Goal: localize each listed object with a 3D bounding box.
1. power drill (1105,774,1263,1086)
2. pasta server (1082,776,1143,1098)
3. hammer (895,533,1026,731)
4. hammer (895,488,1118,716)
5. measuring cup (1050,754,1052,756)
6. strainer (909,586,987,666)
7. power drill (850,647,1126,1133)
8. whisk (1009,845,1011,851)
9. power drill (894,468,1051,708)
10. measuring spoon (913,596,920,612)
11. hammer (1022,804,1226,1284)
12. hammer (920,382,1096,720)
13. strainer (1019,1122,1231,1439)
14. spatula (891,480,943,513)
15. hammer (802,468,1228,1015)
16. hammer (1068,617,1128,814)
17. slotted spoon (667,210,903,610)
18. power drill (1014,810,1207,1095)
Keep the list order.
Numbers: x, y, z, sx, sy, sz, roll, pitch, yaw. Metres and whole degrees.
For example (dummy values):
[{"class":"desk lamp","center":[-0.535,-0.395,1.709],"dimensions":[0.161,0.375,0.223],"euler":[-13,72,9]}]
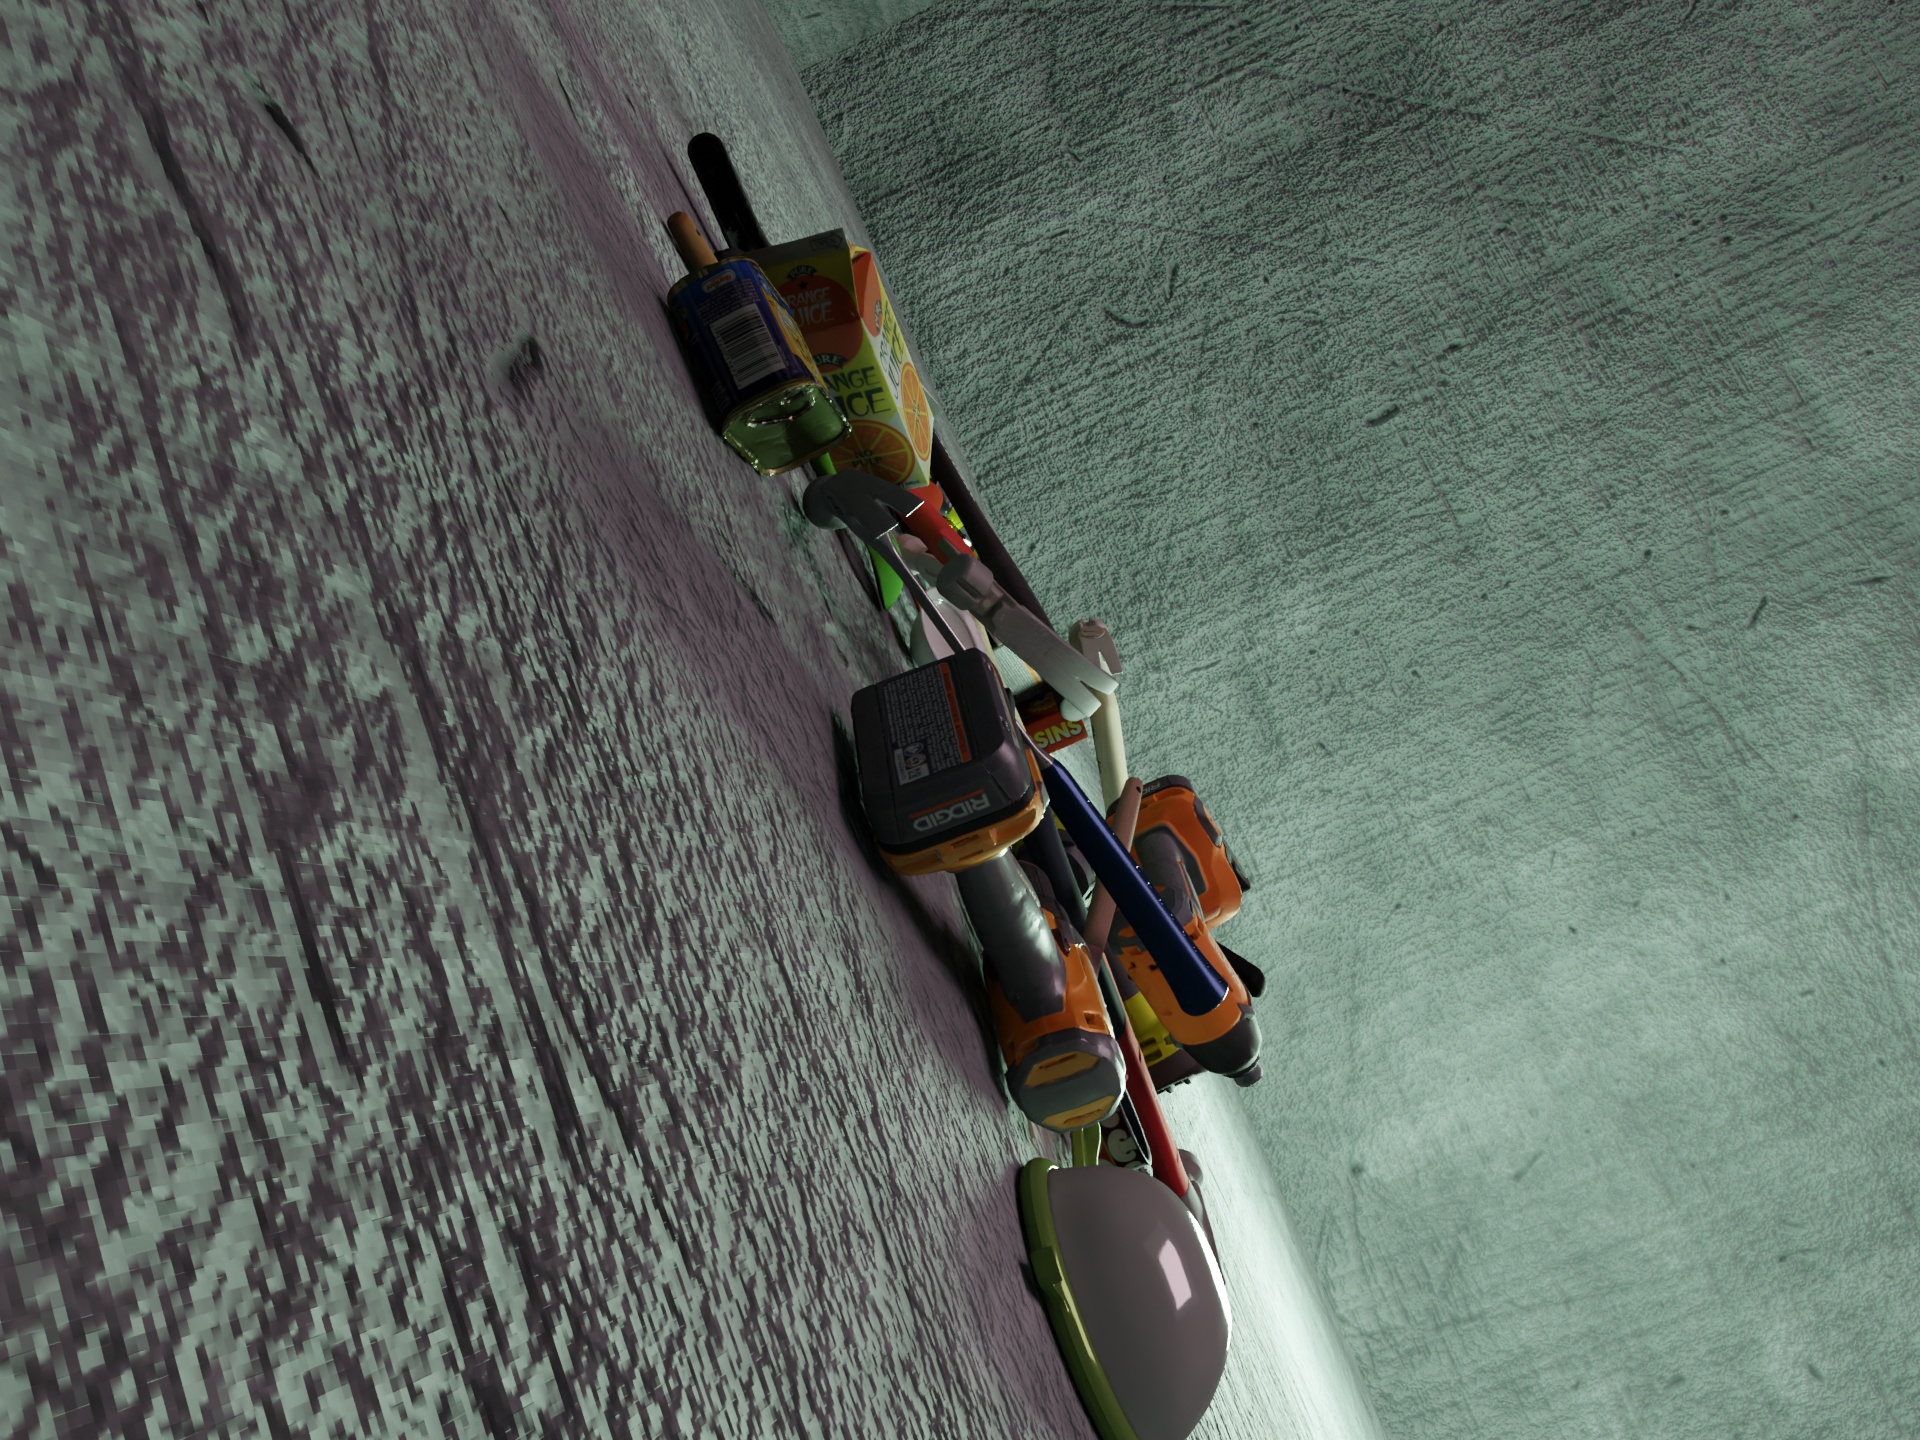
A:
[{"class":"power drill","center":[0.169,0.155,1.167],"dimensions":[0.164,0.084,0.227],"euler":[57,17,-19]},{"class":"pasta server","center":[0.096,0.130,1.036],"dimensions":[0.060,0.040,0.316],"euler":[48,33,-17]},{"class":"hammer","center":[0.038,0.000,1.314],"dimensions":[0.130,0.031,0.331],"euler":[26,-35,51]},{"class":"hammer","center":[-0.009,-0.127,1.149],"dimensions":[0.149,0.036,0.359],"euler":[38,9,-33]},{"class":"measuring cup","center":[0.090,0.086,1.534],"dimensions":[0.168,0.038,0.083],"euler":[-108,172,-56]},{"class":"strainer","center":[-0.002,-0.004,1.124],"dimensions":[0.086,0.050,0.259],"euler":[38,30,-42]},{"class":"power drill","center":[0.017,0.076,0.827],"dimensions":[0.186,0.084,0.226],"euler":[-104,172,-59]},{"class":"whisk","center":[0.028,0.094,0.991],"dimensions":[0.055,0.055,0.238],"euler":[-105,172,-55]},{"class":"power drill","center":[0.000,-0.131,1.435],"dimensions":[0.190,0.080,0.229],"euler":[53,12,-54]},{"class":"measuring spoon","center":[-0.033,-0.105,1.347],"dimensions":[0.021,0.011,0.117],"euler":[46,22,-72]},{"class":"hammer","center":[0.104,0.211,1.103],"dimensions":[0.143,0.038,0.386],"euler":[-89,159,-71]},{"class":"hammer","center":[0.020,-0.149,1.299],"dimensions":[0.335,0.035,0.146],"euler":[61,10,8]},{"class":"strainer","center":[0.089,0.253,0.790],"dimensions":[0.256,0.069,0.151],"euler":[-82,147,-75]},{"class":"spatula","center":[-0.109,-0.299,1.301],"dimensions":[0.322,0.041,0.081],"euler":[62,28,-22]},{"class":"hammer","center":[0.044,0.019,0.959],"dimensions":[0.405,0.035,0.144],"euler":[54,-10,-15]},{"class":"hammer","center":[0.152,0.117,1.484],"dimensions":[0.146,0.038,0.410],"euler":[-94,175,-73]},{"class":"slotted spoon","center":[-0.104,-0.192,1.029],"dimensions":[0.313,0.031,0.070],"euler":[59,9,-40]},{"class":"power drill","center":[0.113,0.174,1.257],"dimensions":[0.223,0.080,0.171],"euler":[62,8,-8]}]
